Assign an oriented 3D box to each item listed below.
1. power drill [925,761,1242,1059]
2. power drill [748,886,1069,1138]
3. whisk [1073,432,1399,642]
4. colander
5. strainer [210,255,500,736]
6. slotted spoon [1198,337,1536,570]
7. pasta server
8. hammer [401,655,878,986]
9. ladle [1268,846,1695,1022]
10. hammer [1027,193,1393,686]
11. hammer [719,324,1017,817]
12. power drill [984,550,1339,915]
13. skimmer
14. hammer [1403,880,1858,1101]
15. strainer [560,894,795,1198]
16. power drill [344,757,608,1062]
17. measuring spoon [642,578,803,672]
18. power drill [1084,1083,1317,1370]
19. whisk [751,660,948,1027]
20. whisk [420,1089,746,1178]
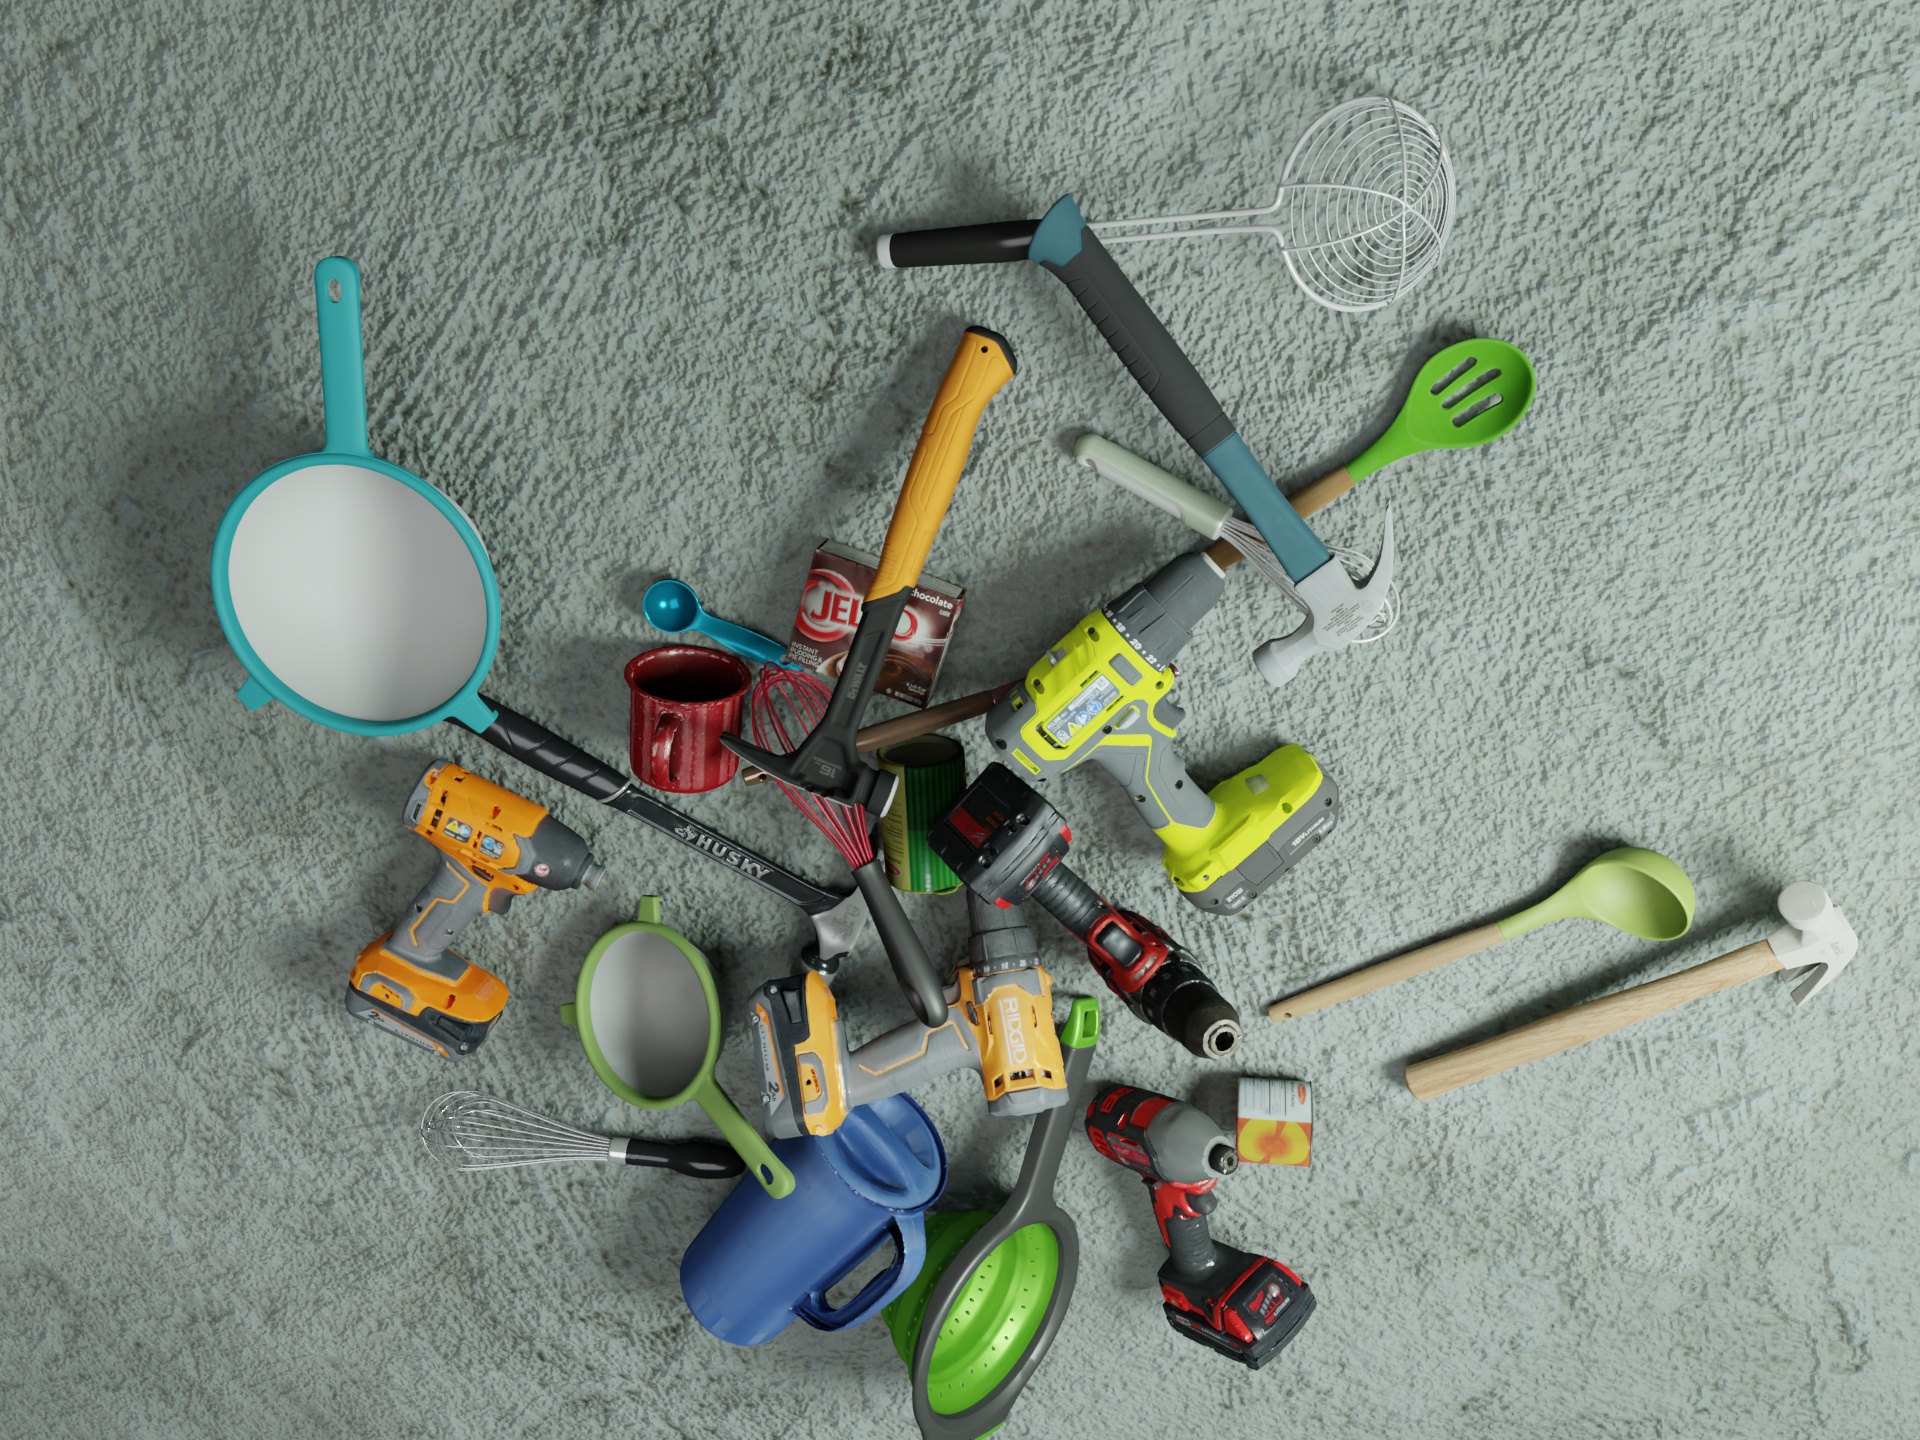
[{"bbox_3d":[0.095,0.142,1.119,0.226,0.188,0.080,43,88,-22],"label":"power drill"},{"bbox_3d":[-0.041,0.217,1.206,0.226,0.084,0.185,-10,78,5],"label":"power drill"},{"bbox_3d":[0.182,-0.127,1.066,0.246,0.057,0.059,31,77,11],"label":"whisk"},{"bbox_3d":[0.023,0.398,1.304,0.095,0.204,0.397,22,101,37],"label":"colander"},{"bbox_3d":[-0.423,-0.161,1.147,0.211,0.095,0.340,5,110,4],"label":"strainer"},{"bbox_3d":[0.240,-0.154,1.077,0.313,0.031,0.070,-33,104,22],"label":"slotted spoon"},{"bbox_3d":[-0.002,-0.004,1.128,0.316,0.040,0.060,-17,117,-4],"label":"pasta server"},{"bbox_3d":[-0.251,0.061,1.242,0.409,0.036,0.149,29,113,-3],"label":"hammer"},{"bbox_3d":[0.376,0.173,1.175,0.320,0.062,0.078,-25,115,21],"label":"ladle"},{"bbox_3d":[0.153,-0.184,1.001,0.128,0.033,0.331,-36,96,23],"label":"hammer"},{"bbox_3d":[-0.049,-0.109,1.083,0.127,0.034,0.337,22,96,-4],"label":"hammer"},{"bbox_3d":[0.156,0.010,1.103,0.190,0.080,0.228,-43,111,11],"label":"power drill"},{"bbox_3d":[0.128,-0.320,1.025,0.363,0.090,0.127,1,113,20],"label":"skimmer"},{"bbox_3d":[0.483,0.213,1.166,0.331,0.031,0.129,-29,137,26],"label":"hammer"},{"bbox_3d":[-0.200,0.268,1.264,0.256,0.069,0.151,47,114,20],"label":"strainer"},{"bbox_3d":[-0.389,0.159,1.282,0.164,0.084,0.226,26,110,-3],"label":"power drill"},{"bbox_3d":[-0.175,-0.069,1.188,0.128,0.021,0.042,25,112,-12],"label":"measuring spoon"},{"bbox_3d":[0.191,0.393,1.255,0.143,0.078,0.219,1,121,55],"label":"power drill"},{"bbox_3d":[-0.078,0.089,1.166,0.073,0.073,0.296,-27,85,19],"label":"whisk"},{"bbox_3d":[-0.326,0.368,1.373,0.284,0.070,0.070,7,113,2],"label":"whisk"}]
